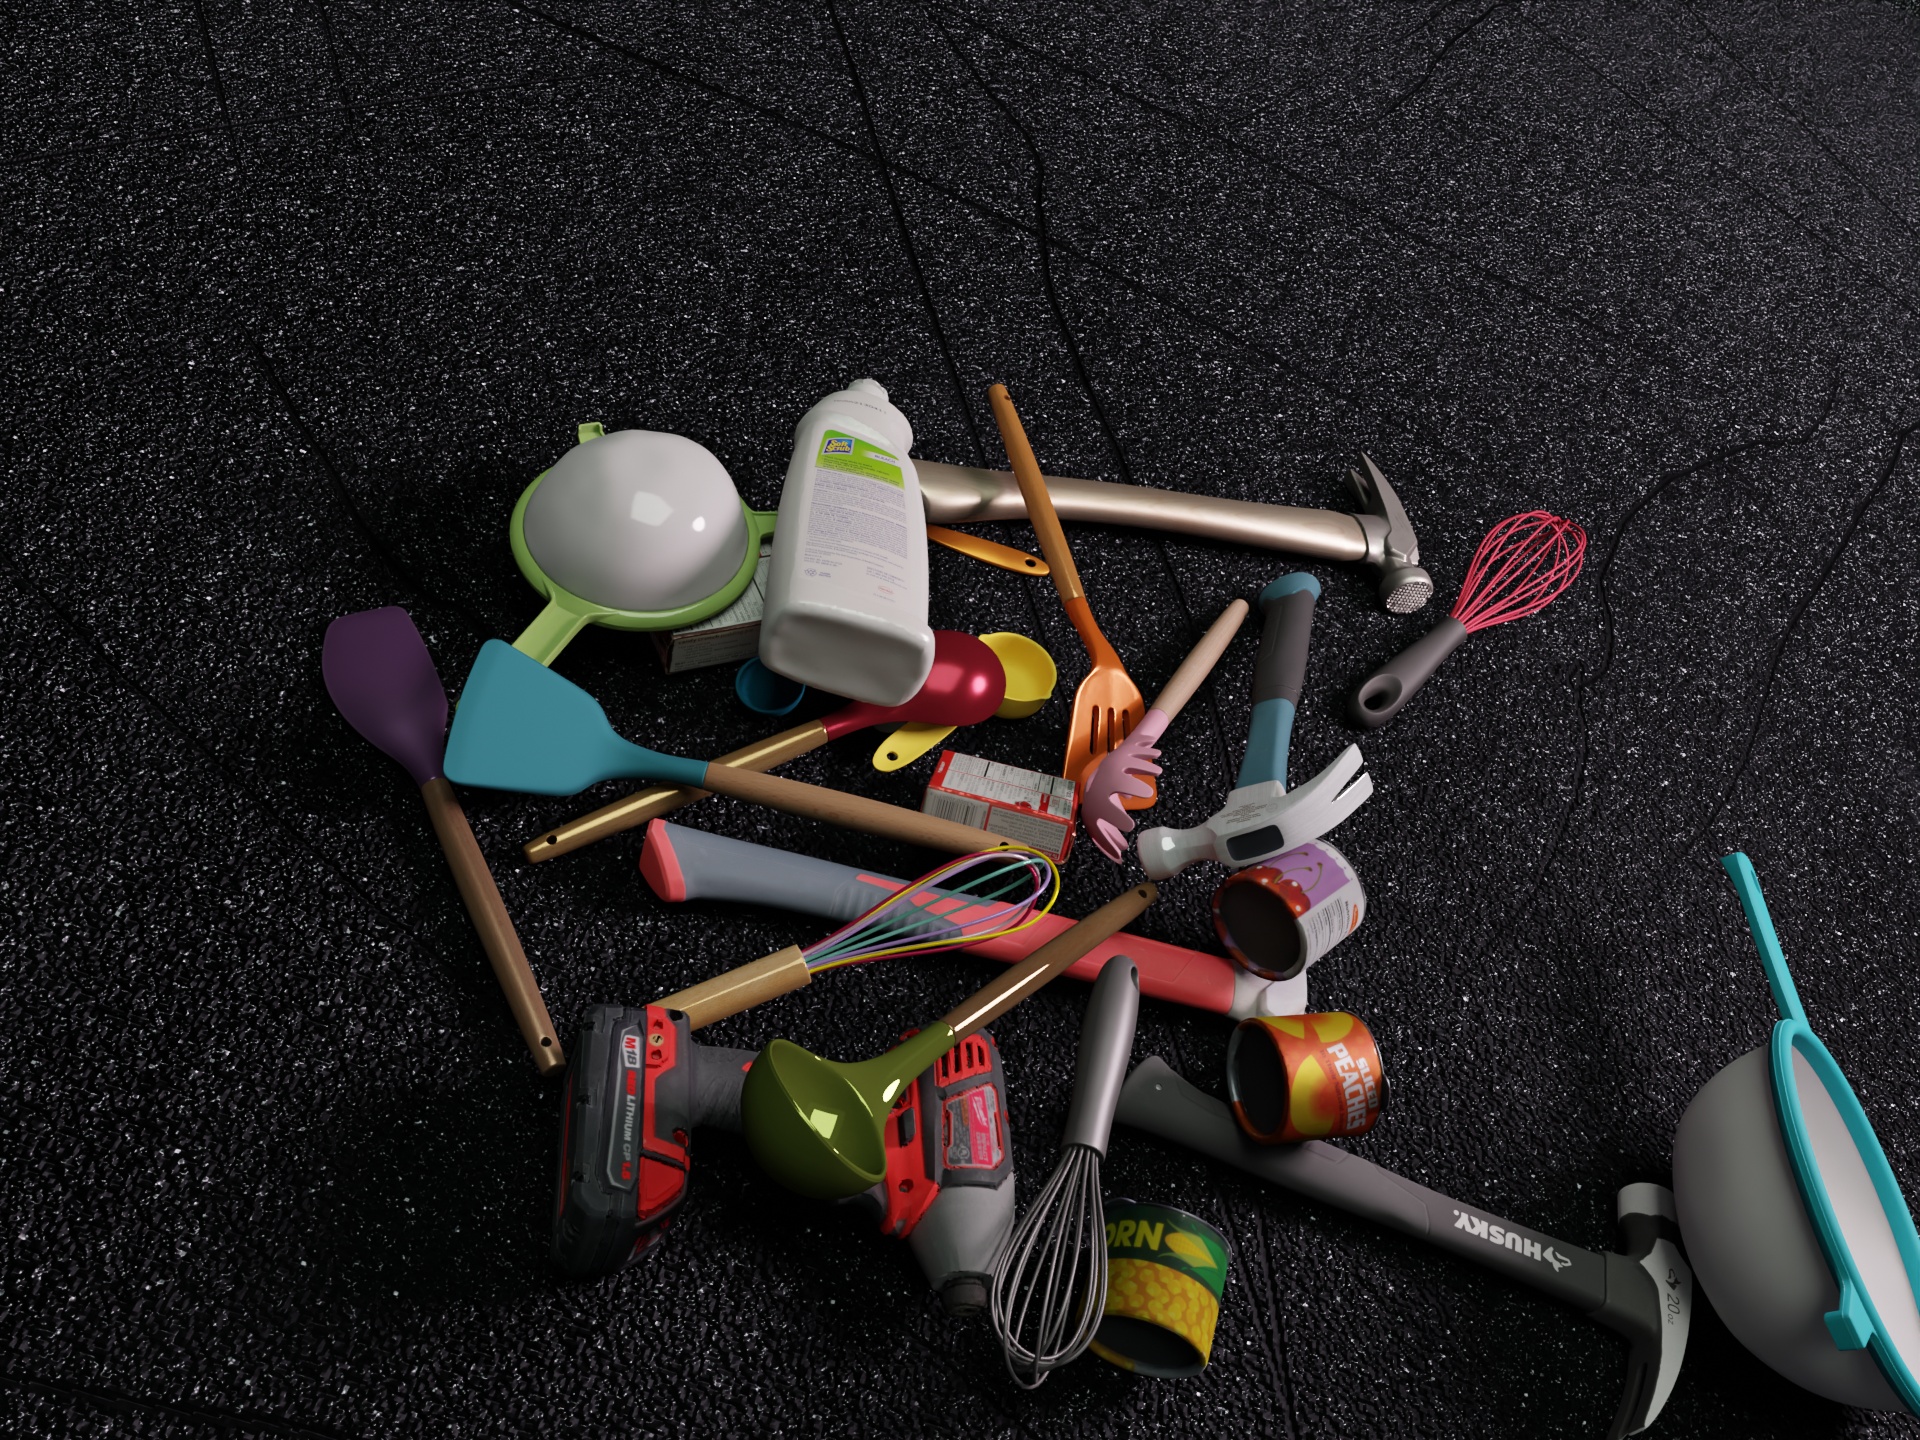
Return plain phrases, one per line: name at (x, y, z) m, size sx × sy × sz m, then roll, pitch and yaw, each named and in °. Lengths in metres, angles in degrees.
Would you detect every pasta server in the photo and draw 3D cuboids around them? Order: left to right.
pasta server at (0.141, -0.009, 1.016) m, size 0.040 × 0.060 × 0.316 m, roll 27°, pitch 35°, yaw 12°

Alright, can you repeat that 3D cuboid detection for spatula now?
spatula at (-0.277, 0.056, 0.856) m, size 0.059 × 0.018 × 0.316 m, roll -18°, pitch 59°, yaw -27°
spatula at (-0.115, 0.036, 0.872) m, size 0.317 × 0.044 × 0.082 m, roll 14°, pitch 70°, yaw -4°
spatula at (0.062, -0.092, 1.051) m, size 0.081 × 0.041 × 0.323 m, roll 7°, pitch 54°, yaw -38°

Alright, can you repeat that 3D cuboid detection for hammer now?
hammer at (0.013, 0.105, 0.908) m, size 0.386 × 0.038 × 0.143 m, roll 15°, pitch 48°, yaw -8°
hammer at (0.146, -0.160, 1.165) m, size 0.410 × 0.038 × 0.146 m, roll 4°, pitch 50°, yaw -19°
hammer at (0.199, -0.012, 1.017) m, size 0.128 × 0.033 × 0.331 m, roll -15°, pitch 25°, yaw 24°
hammer at (0.235, 0.266, 0.860) m, size 0.335 × 0.035 × 0.146 m, roll 22°, pitch 48°, yaw -1°

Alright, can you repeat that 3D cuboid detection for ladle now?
ladle at (-0.104, 0.015, 0.926) m, size 0.315 × 0.031 × 0.069 m, roll -24°, pitch 70°, yaw -24°
ladle at (0.014, 0.139, 0.792) m, size 0.078 × 0.062 × 0.320 m, roll 50°, pitch 42°, yaw 14°

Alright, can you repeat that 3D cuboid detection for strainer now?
strainer at (-0.213, -0.095, 0.922) m, size 0.151 × 0.069 × 0.256 m, roll 25°, pitch 49°, yaw 6°
strainer at (0.453, 0.229, 0.909) m, size 0.210 × 0.095 × 0.341 m, roll 39°, pitch 38°, yaw -34°

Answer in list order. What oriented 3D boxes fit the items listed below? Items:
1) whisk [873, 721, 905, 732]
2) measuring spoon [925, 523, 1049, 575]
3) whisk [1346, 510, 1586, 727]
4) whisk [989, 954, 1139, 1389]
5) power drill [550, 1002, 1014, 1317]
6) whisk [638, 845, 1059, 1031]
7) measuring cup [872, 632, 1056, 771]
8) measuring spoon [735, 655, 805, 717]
whisk at (-0.063, -0.096, 1.044) m, size 0.059 × 0.057 × 0.247 m, roll -17°, pitch 56°, yaw 10°
measuring spoon at (0.008, -0.125, 1.110) m, size 0.117 × 0.011 × 0.021 m, roll 18°, pitch 49°, yaw -4°
whisk at (0.374, -0.076, 1.176) m, size 0.073 × 0.073 × 0.296 m, roll 43°, pitch 58°, yaw 16°
whisk at (0.058, 0.212, 0.789) m, size 0.055 × 0.055 × 0.239 m, roll 21°, pitch 47°, yaw -2°
power drill at (-0.079, 0.212, 0.766) m, size 0.219 × 0.078 × 0.143 m, roll 8°, pitch 50°, yaw -18°
whisk at (-0.060, 0.121, 0.830) m, size 0.245 × 0.051 × 0.047 m, roll -21°, pitch 84°, yaw -12°
measuring cup at (-0.002, -0.003, 0.999) m, size 0.062 × 0.029 × 0.156 m, roll 43°, pitch 54°, yaw 16°
measuring spoon at (-0.083, -0.042, 0.987) m, size 0.128 × 0.021 × 0.042 m, roll -36°, pitch 68°, yaw -22°
